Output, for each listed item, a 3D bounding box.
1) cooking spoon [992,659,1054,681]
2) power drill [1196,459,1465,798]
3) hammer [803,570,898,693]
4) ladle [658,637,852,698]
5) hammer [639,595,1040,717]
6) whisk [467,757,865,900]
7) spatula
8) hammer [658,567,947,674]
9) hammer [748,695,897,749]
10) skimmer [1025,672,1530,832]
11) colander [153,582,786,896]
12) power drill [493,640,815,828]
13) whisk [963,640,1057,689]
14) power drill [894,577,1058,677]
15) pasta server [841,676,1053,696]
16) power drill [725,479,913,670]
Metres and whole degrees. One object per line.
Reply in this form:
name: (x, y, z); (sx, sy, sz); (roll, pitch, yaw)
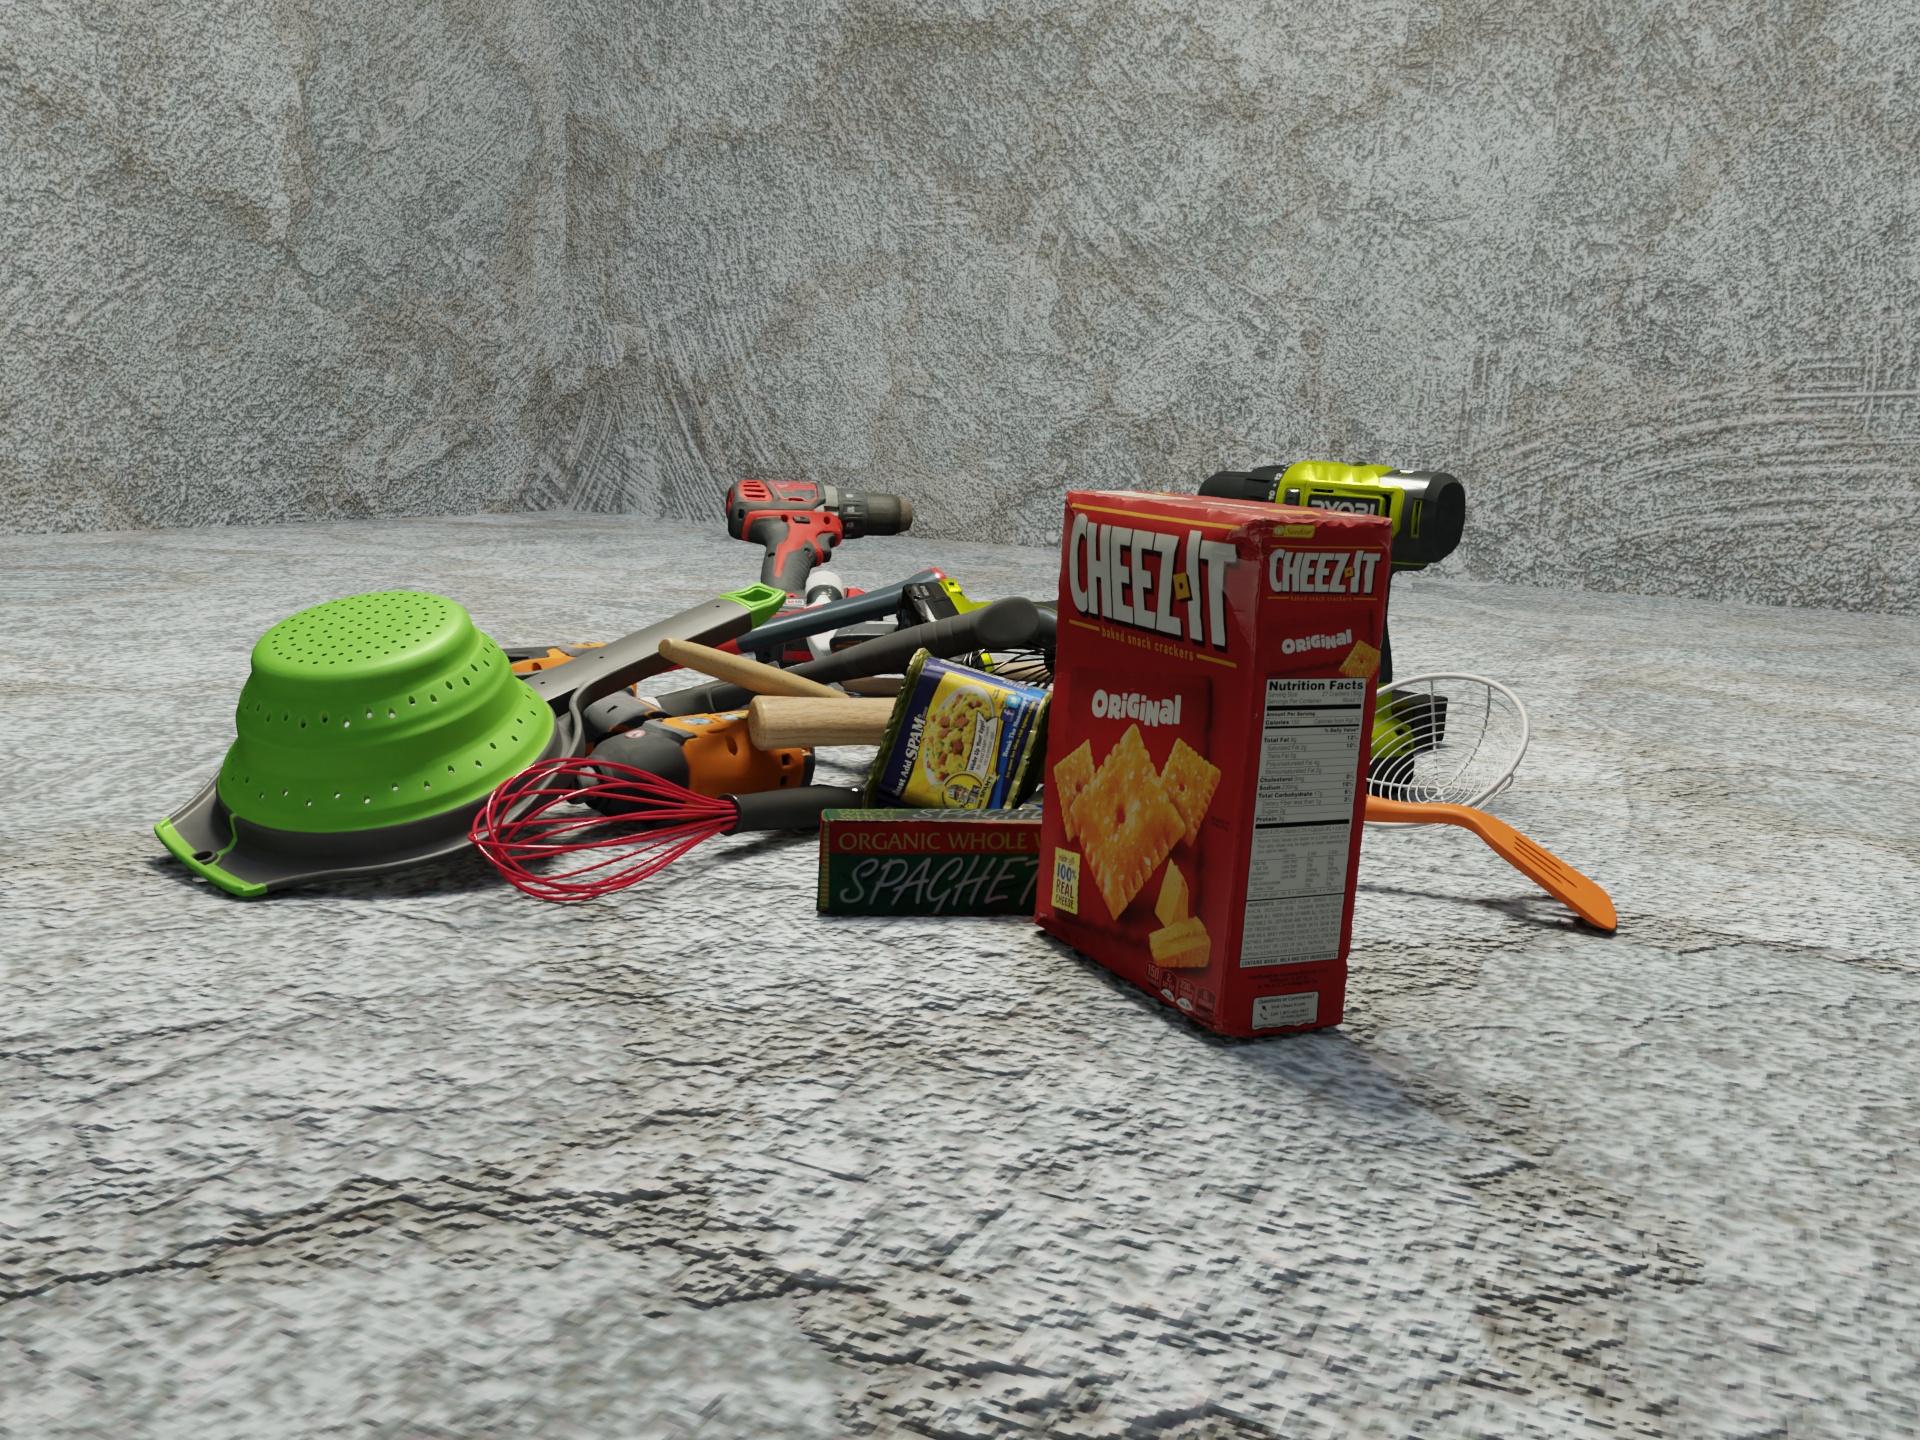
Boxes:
cooking spoon: (0.008, -0.052, 1.545); (0.319, 0.017, 0.069); (4, 11, 9)
power drill: (0.248, -0.070, 1.125); (0.191, 0.228, 0.080); (11, 14, 39)
hammer: (0.067, -0.077, 1.397); (0.409, 0.036, 0.149); (0, 38, -4)
ladle: (-0.091, -0.014, 1.021); (0.069, 0.031, 0.315); (13, -4, 30)
hammer: (-0.083, -0.038, 1.119); (0.335, 0.035, 0.146); (-13, 4, 39)
whisk: (-0.141, 0.052, 0.864); (0.073, 0.073, 0.295); (10, 7, 34)
spatula: (0.199, 0.052, 0.887); (0.323, 0.041, 0.081); (12, 12, 18)
hammer: (-0.170, -0.065, 1.269); (0.386, 0.038, 0.143); (-17, 10, -28)
hammer: (0.029, -0.002, 1.002); (0.331, 0.031, 0.130); (0, 42, -23)
skimmer: (0.151, -0.009, 0.955); (0.363, 0.090, 0.127); (12, 42, -4)
colander: (-0.256, -0.039, 0.901); (0.205, 0.094, 0.397); (20, 36, 37)
power drill: (-0.223, 0.010, 0.999); (0.227, 0.084, 0.164); (17, 17, 40)
whisk: (0.071, -0.047, 1.163); (0.055, 0.055, 0.239); (9, 15, 32)
power drill: (0.072, -0.061, 1.298); (0.223, 0.080, 0.171); (-9, 43, -20)
pasta server: (0.050, -0.030, 1.390); (0.316, 0.040, 0.060); (3, 16, 10)
power drill: (-0.126, -0.149, 1.547); (0.188, 0.080, 0.227); (0, 48, -15)
